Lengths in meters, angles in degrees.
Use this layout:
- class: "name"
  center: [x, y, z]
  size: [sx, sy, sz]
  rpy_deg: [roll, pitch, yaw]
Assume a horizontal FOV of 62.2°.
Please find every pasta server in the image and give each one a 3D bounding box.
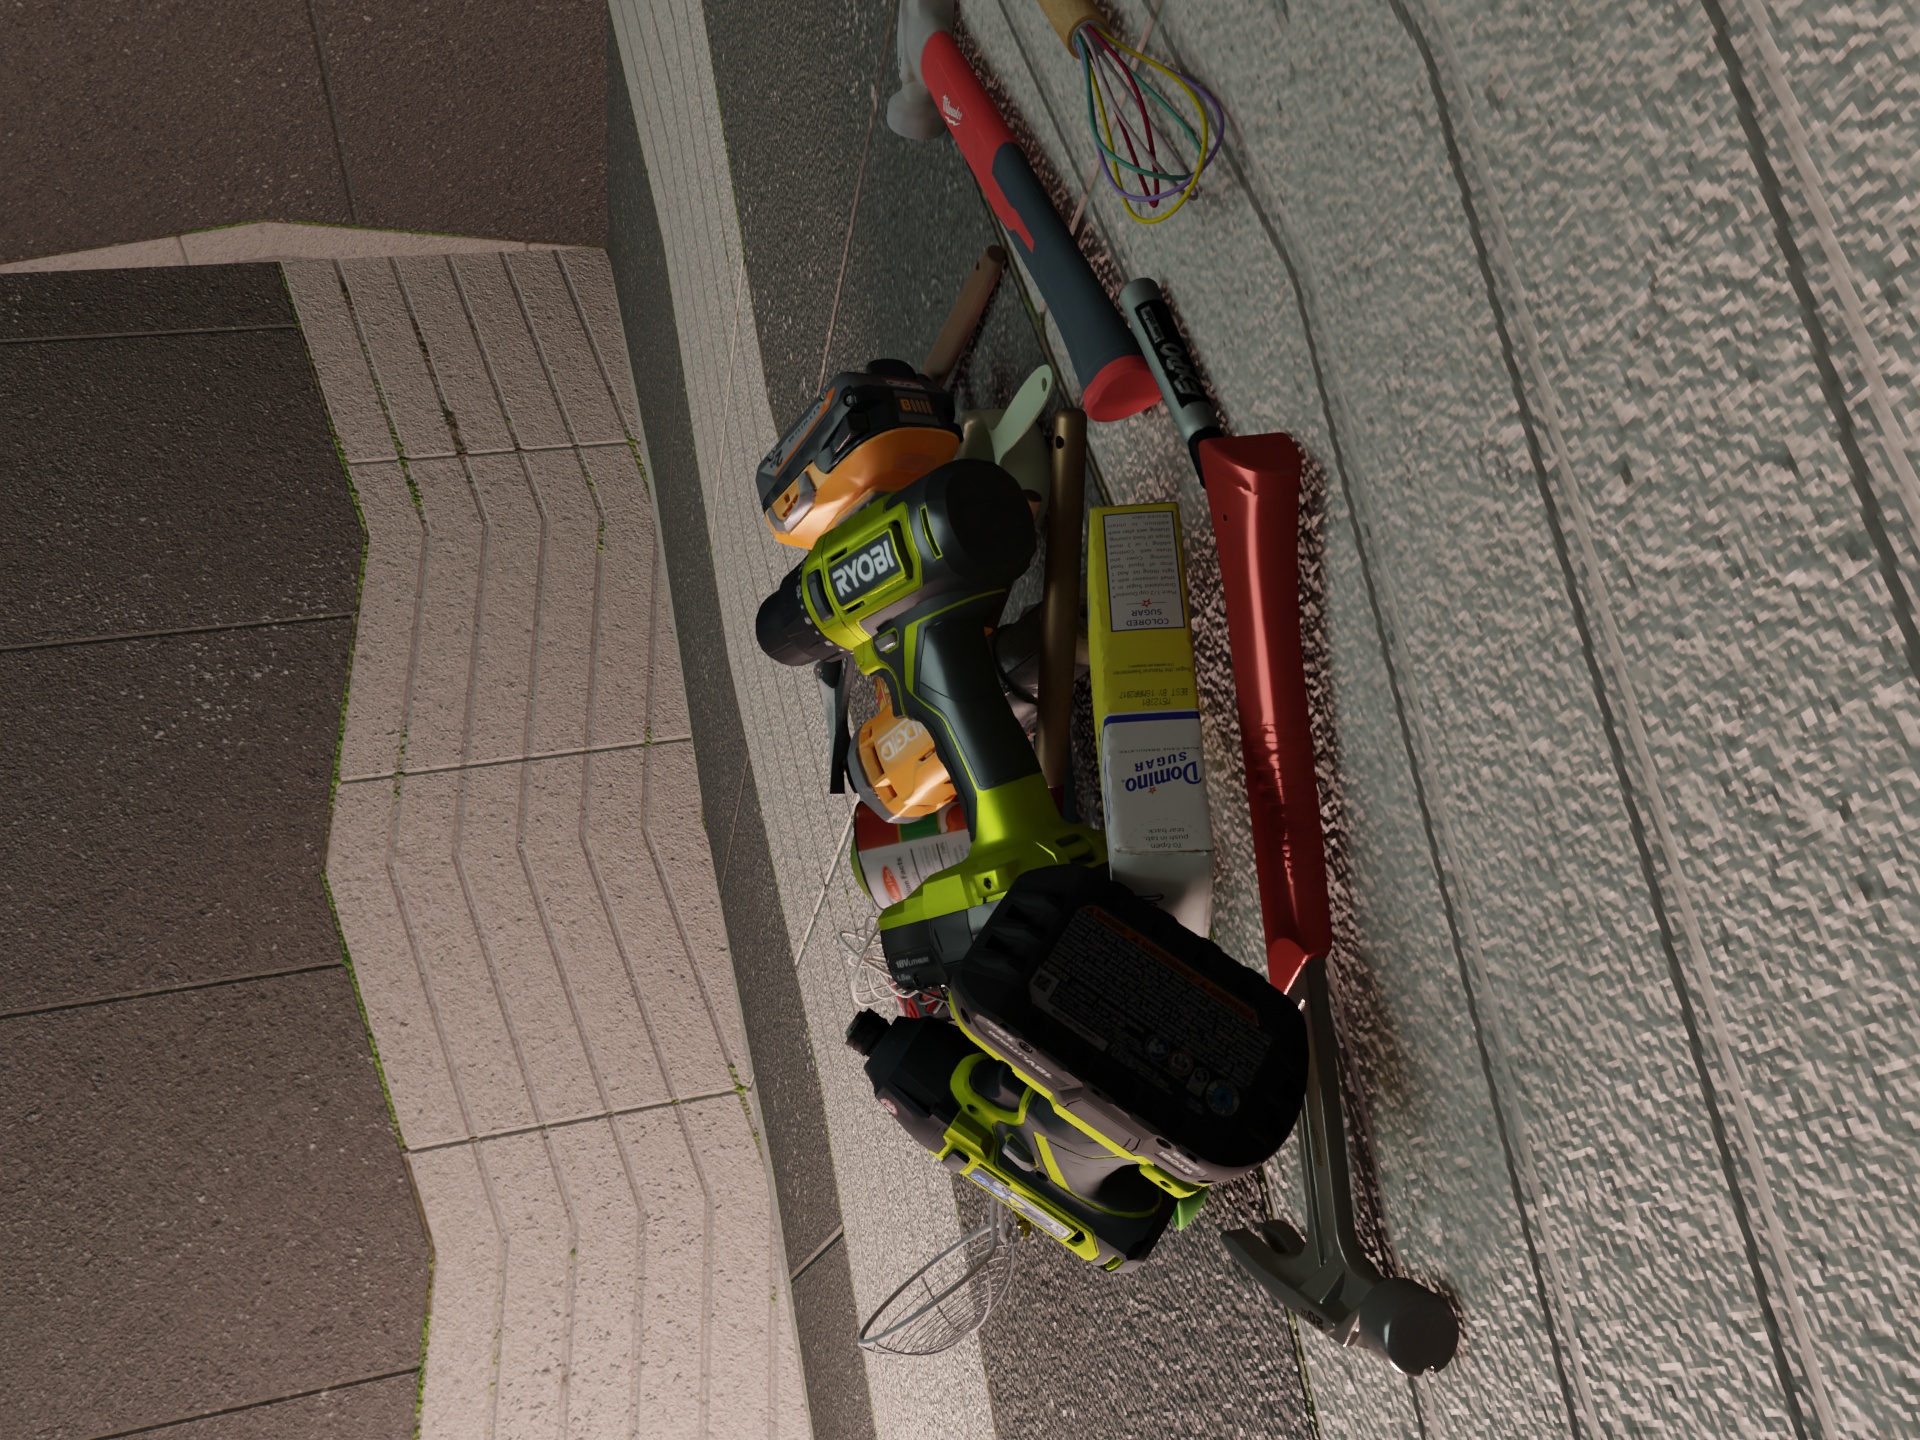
- class: "pasta server"
  center: [-0.017, -0.219, 1.070]
  size: [0.316, 0.040, 0.060]
  rpy_deg: [129, 132, -64]

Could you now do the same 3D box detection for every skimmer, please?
- class: "skimmer"
  center: [0.002, 0.261, 1.035]
  size: [0.127, 0.090, 0.363]
  rpy_deg: [-27, -50, -58]

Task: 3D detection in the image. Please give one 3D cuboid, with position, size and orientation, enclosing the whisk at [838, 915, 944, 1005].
- class: "whisk"
  center: [-0.014, 0.155, 0.996]
  size: [0.059, 0.058, 0.246]
  rpy_deg: [-66, -23, -3]

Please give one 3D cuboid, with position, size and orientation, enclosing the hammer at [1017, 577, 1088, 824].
- class: "hammer"
  center: [0.059, 0.097, 0.866]
  size: [0.128, 0.033, 0.331]
  rpy_deg: [126, 141, -70]

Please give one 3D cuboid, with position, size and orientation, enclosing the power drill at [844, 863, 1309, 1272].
- class: "power drill"
  center: [0.038, 0.153, 0.677]
  size: [0.080, 0.171, 0.223]
  rpy_deg: [-54, -5, -31]

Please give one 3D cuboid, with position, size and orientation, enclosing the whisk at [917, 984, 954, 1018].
- class: "whisk"
  center: [0.008, 0.122, 0.931]
  size: [0.239, 0.055, 0.055]
  rpy_deg: [-41, -53, -78]

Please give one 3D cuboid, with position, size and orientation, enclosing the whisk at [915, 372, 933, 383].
- class: "whisk"
  center: [-0.013, -0.083, 1.036]
  size: [0.070, 0.070, 0.284]
  rpy_deg: [-168, 72, -74]

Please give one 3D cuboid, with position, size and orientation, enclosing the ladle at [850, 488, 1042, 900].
- class: "ladle"
  center: [-0.002, -0.003, 0.960]
  size: [0.078, 0.062, 0.320]
  rpy_deg: [38, 128, 23]

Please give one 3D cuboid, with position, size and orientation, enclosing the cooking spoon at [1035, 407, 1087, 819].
- class: "cooking spoon"
  center: [0.045, 0.007, 0.774]
  size: [0.069, 0.017, 0.318]
  rpy_deg: [29, 126, 46]

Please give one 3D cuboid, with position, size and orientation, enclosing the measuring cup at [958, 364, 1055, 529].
- class: "measuring cup"
  center: [0.038, -0.154, 0.877]
  size: [0.167, 0.038, 0.083]
  rpy_deg: [135, 127, -68]

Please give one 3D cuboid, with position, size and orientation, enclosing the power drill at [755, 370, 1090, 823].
- class: "power drill"
  center: [-0.017, -0.080, 0.863]
  size: [0.185, 0.084, 0.226]
  rpy_deg: [-38, 65, 43]

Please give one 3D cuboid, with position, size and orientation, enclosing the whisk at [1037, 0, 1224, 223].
- class: "whisk"
  center: [0.061, -0.297, 0.719]
  size: [0.047, 0.051, 0.245]
  rpy_deg: [91, 167, -46]

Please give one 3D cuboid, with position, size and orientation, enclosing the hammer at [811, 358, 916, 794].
- class: "hammer"
  center: [-0.069, -0.095, 1.100]
  size: [0.408, 0.036, 0.149]
  rpy_deg: [105, 159, -57]

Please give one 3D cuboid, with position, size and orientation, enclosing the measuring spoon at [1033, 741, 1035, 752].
- class: "measuring spoon"
  center: [0.059, 0.067, 0.946]
  size: [0.034, 0.018, 0.124]
  rpy_deg: [43, -143, -64]

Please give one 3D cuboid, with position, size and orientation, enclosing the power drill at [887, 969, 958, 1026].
- class: "power drill"
  center: [-0.024, 0.123, 1.163]
  size: [0.143, 0.078, 0.219]
  rpy_deg: [-124, 28, -59]

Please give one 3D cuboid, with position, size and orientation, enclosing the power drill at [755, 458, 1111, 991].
- class: "power drill"
  center: [-0.017, 0.008, 0.774]
  size: [0.190, 0.080, 0.228]
  rpy_deg: [-23, 84, 50]

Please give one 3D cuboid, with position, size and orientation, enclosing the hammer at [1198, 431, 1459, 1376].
- class: "hammer"
  center: [0.130, 0.065, 0.645]
  size: [0.149, 0.036, 0.359]
  rpy_deg: [-179, 82, -74]

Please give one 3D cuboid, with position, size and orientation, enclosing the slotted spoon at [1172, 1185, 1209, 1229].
- class: "slotted spoon"
  center: [0.084, 0.242, 0.912]
  size: [0.313, 0.031, 0.070]
  rpy_deg: [137, 126, -74]

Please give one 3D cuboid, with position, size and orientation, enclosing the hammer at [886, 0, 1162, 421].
- class: "hammer"
  center: [0.029, -0.298, 0.841]
  size: [0.143, 0.038, 0.387]
  rpy_deg: [101, 156, -45]
